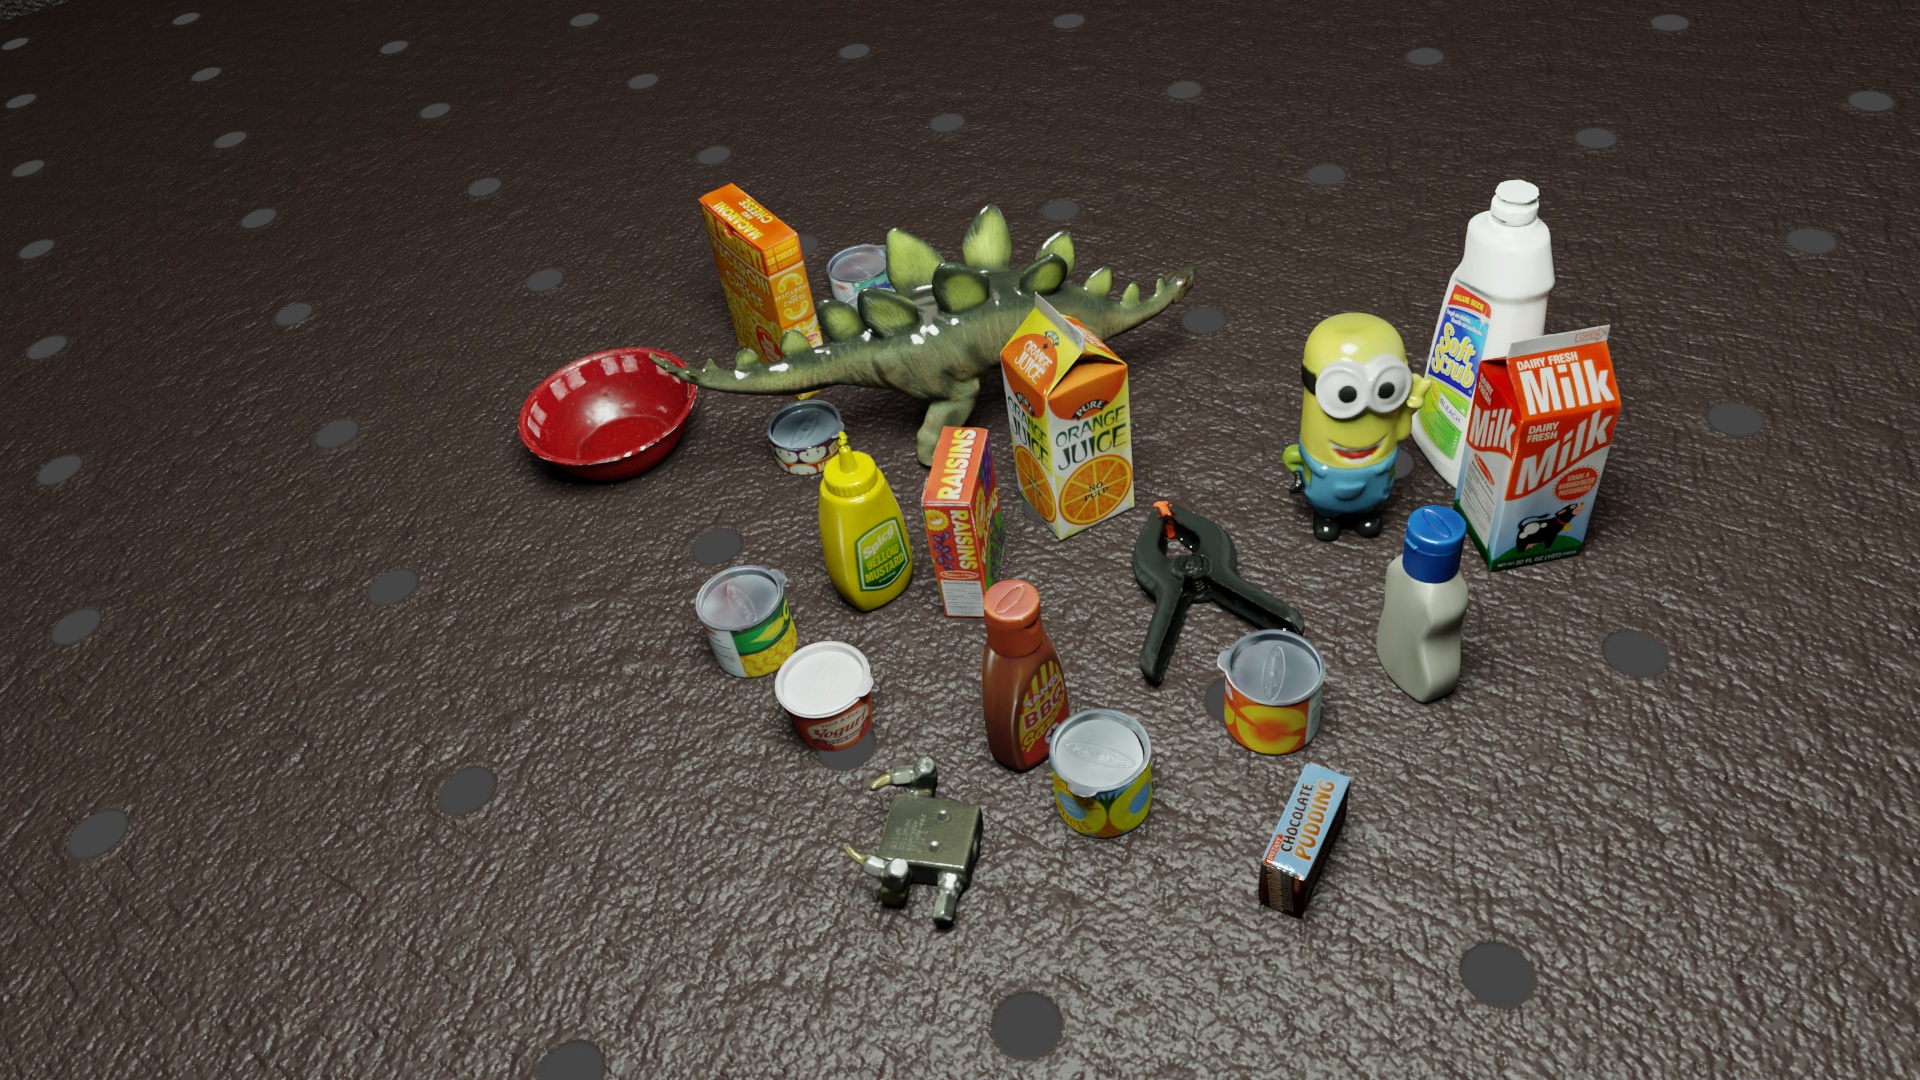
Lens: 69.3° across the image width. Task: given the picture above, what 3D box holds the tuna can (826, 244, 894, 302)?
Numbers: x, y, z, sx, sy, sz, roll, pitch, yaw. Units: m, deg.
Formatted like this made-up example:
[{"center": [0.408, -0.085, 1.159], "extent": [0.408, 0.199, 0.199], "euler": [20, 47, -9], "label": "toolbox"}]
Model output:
[{"center": [-0.098, -0.268, 1.401], "extent": [0.071, 0.032, 0.071], "euler": [-5, 44, 5], "label": "tuna can"}]

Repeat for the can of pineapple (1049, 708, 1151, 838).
[{"center": [0.092, 0.156, 0.920], "extent": [0.071, 0.057, 0.071], "euler": [-5, 44, 5], "label": "can of pineapple"}]

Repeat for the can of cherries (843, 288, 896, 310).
[{"center": [-0.075, -0.195, 1.305], "extent": [0.071, 0.058, 0.072], "euler": [-5, 44, 5], "label": "can of cherries"}]

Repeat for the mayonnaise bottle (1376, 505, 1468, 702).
[{"center": [0.313, 0.041, 0.933], "extent": [0.041, 0.147, 0.065], "euler": [-20, 45, -10], "label": "mayonnaise bottle"}]

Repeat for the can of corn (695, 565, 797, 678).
[{"center": [-0.160, 0.061, 1.059], "extent": [0.071, 0.058, 0.071], "euler": [-5, 44, 5], "label": "can of corn"}]

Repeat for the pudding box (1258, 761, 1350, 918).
[{"center": [0.216, 0.187, 0.872], "extent": [0.030, 0.049, 0.084], "euler": [18, 51, 26], "label": "pudding box"}]

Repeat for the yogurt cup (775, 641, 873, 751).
[{"center": [-0.095, 0.114, 0.997], "extent": [0.072, 0.053, 0.073], "euler": [-5, 44, 5], "label": "yogurt cup"}]

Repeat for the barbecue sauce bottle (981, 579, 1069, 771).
[{"center": [0.041, 0.089, 0.932], "extent": [0.044, 0.147, 0.065], "euler": [27, 55, 32], "label": "barbecue sauce bottle"}]

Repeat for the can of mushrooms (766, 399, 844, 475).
[{"center": [-0.133, -0.090, 1.226], "extent": [0.071, 0.033, 0.071], "euler": [-5, 44, 5], "label": "can of mushrooms"}]

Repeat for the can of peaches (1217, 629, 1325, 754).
[{"center": [0.212, 0.104, 0.951], "extent": [0.071, 0.057, 0.071], "euler": [-5, 44, 5], "label": "can of peaches"}]

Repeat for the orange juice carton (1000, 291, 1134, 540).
[{"center": [0.084, -0.100, 1.084], "extent": [0.073, 0.191, 0.072], "euler": [-24, 46, -14], "label": "orange juice carton"}]

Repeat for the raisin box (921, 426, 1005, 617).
[{"center": [0.004, -0.013, 1.060], "extent": [0.040, 0.122, 0.086], "euler": [2, 46, 13], "label": "raisin box"}]

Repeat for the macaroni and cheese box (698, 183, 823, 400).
[{"center": [-0.179, -0.227, 1.279], "extent": [0.040, 0.165, 0.124], "euler": [-31, 48, -20], "label": "macaroni and cheese box"}]

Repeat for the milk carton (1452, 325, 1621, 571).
[{"center": [0.415, -0.073, 1.001], "extent": [0.072, 0.189, 0.074], "euler": [-11, 44, -1], "label": "milk carton"}]

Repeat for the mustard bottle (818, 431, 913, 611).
[{"center": [-0.077, -0.017, 1.052], "extent": [0.065, 0.159, 0.049], "euler": [-34, 49, -23], "label": "mustard bottle"}]
